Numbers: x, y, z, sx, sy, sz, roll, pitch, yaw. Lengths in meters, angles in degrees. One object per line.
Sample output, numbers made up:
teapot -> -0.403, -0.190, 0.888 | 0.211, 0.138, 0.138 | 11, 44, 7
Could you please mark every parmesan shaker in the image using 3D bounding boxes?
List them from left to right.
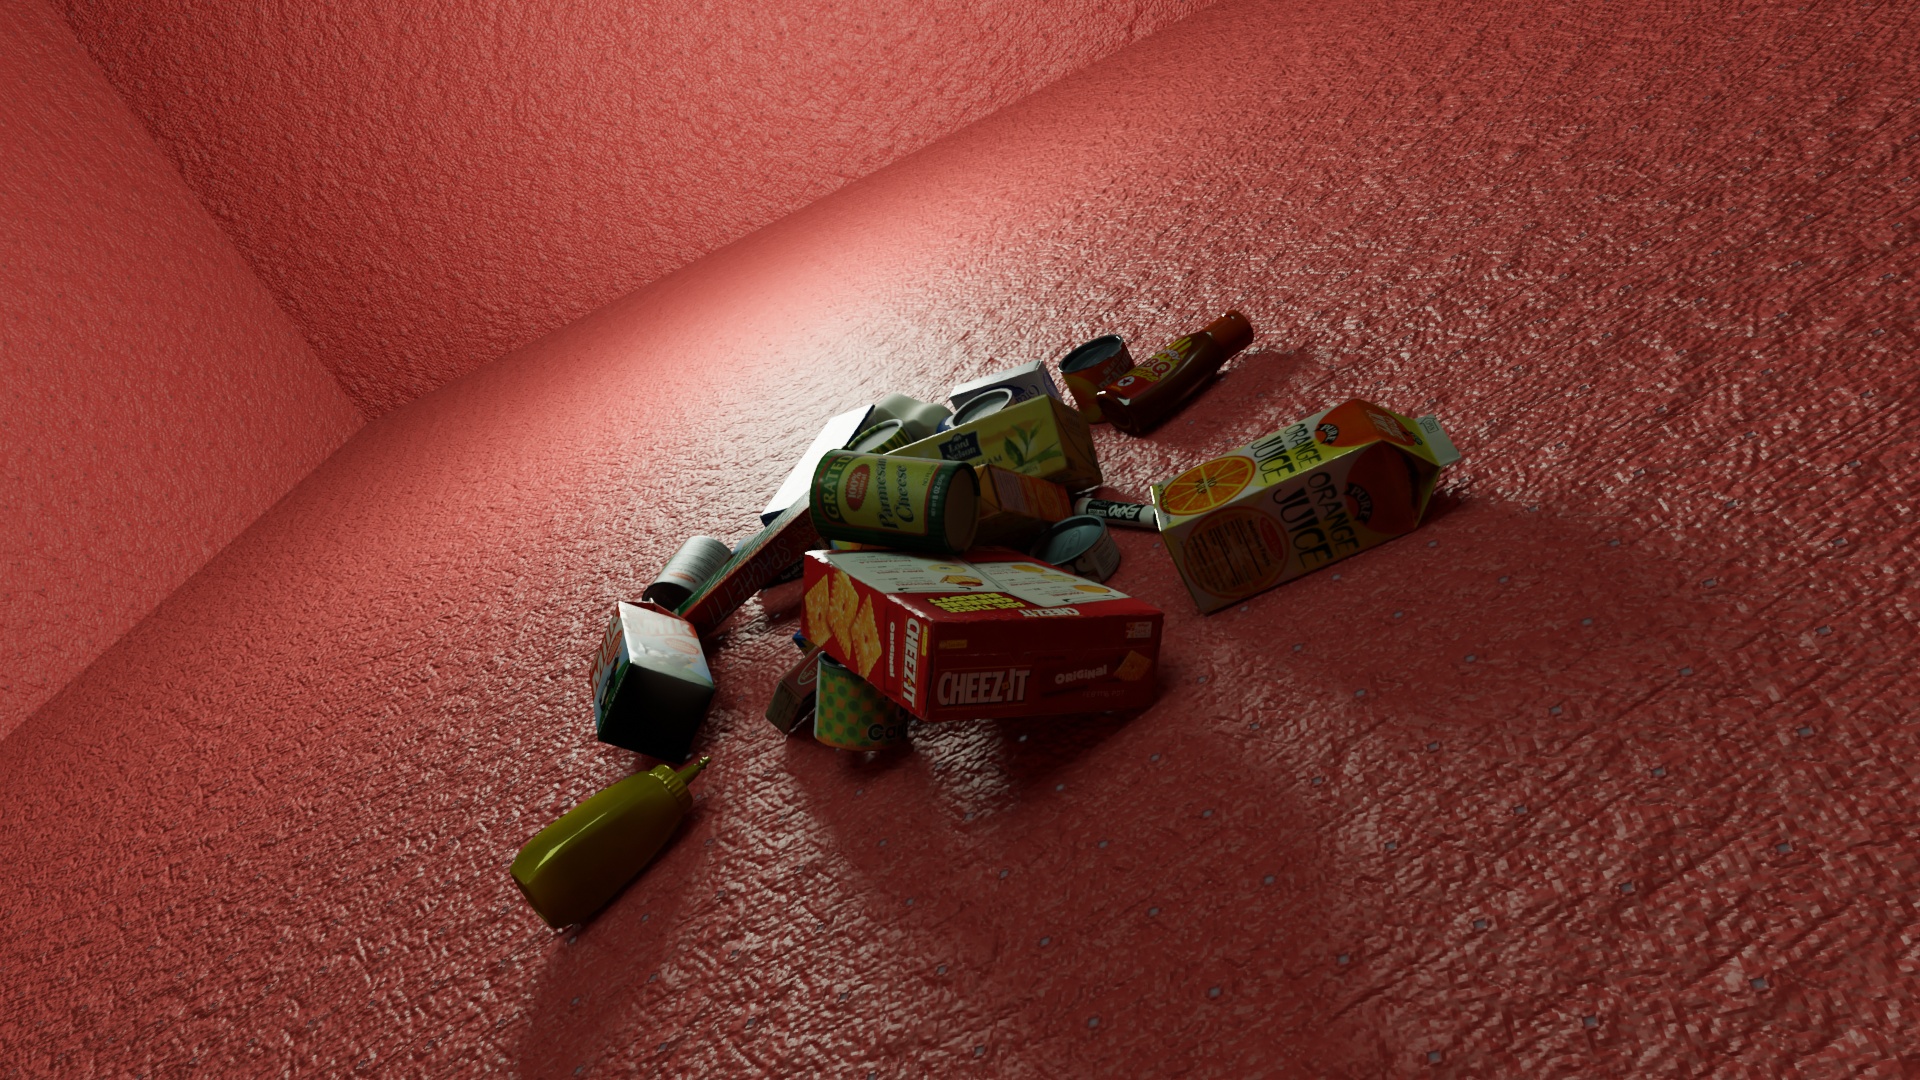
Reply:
parmesan shaker -> -0.044, -0.030, 0.971 | 0.103, 0.071, 0.072 | 6, 38, 23

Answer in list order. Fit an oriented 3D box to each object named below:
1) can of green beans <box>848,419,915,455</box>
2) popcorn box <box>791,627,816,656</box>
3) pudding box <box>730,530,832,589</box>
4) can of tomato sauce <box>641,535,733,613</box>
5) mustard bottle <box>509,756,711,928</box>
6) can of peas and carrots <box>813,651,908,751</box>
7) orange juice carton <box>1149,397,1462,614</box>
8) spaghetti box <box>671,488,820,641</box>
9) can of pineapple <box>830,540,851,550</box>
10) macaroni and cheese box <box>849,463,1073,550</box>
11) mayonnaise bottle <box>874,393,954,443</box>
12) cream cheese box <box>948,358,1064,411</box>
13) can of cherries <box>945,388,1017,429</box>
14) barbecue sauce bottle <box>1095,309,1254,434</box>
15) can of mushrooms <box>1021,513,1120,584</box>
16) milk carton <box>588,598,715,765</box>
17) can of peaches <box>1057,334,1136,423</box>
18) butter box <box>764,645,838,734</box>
can of green beans -> -0.073, -0.079, 1.383 | 0.071, 0.057, 0.071 | -25, 24, 12
popcorn box -> -0.062, 0.064, 1.110 | 0.126, 0.038, 0.085 | -4, 35, 44
pudding box -> -0.170, 0.012, 1.323 | 0.083, 0.049, 0.030 | -17, 28, 26
can of tomato sauce -> -0.260, 0.046, 1.340 | 0.071, 0.071, 0.083 | -17, 26, 27
mustard bottle -> -0.243, 0.208, 1.004 | 0.161, 0.065, 0.049 | -37, 29, -31
can of peas and carrots -> -0.066, 0.110, 0.967 | 0.071, 0.058, 0.071 | 4, 10, -1
orange juice carton -> 0.230, -0.031, 0.922 | 0.192, 0.072, 0.072 | -24, 24, 13
spaghetti box -> -0.201, 0.037, 1.247 | 0.249, 0.028, 0.050 | -40, 19, 22
can of pineapple -> -0.071, 0.003, 1.205 | 0.058, 0.070, 0.071 | -20, 25, 19
macaroni and cheese box -> 0.004, -0.014, 1.077 | 0.123, 0.040, 0.166 | -19, -11, 22
mayonnaise bottle -> -0.029, -0.112, 1.398 | 0.041, 0.064, 0.148 | -42, 30, -20
cream cheese box -> 0.046, -0.140, 1.375 | 0.103, 0.053, 0.024 | -14, 30, 32
can of cherries -> 0.030, -0.101, 1.309 | 0.071, 0.058, 0.072 | -25, 25, 12
barbecue sauce bottle -> 0.195, -0.153, 1.242 | 0.149, 0.043, 0.065 | -35, 29, -13
can of mushrooms -> 0.083, 0.012, 1.052 | 0.071, 0.033, 0.071 | -24, 25, 12
milk carton -> -0.266, 0.110, 1.175 | 0.072, 0.073, 0.191 | -65, 23, 8
can of peaches -> 0.134, -0.150, 1.290 | 0.071, 0.058, 0.071 | -24, 24, 11
butter box -> -0.115, 0.108, 1.035 | 0.053, 0.024, 0.103 | -43, -7, -25
